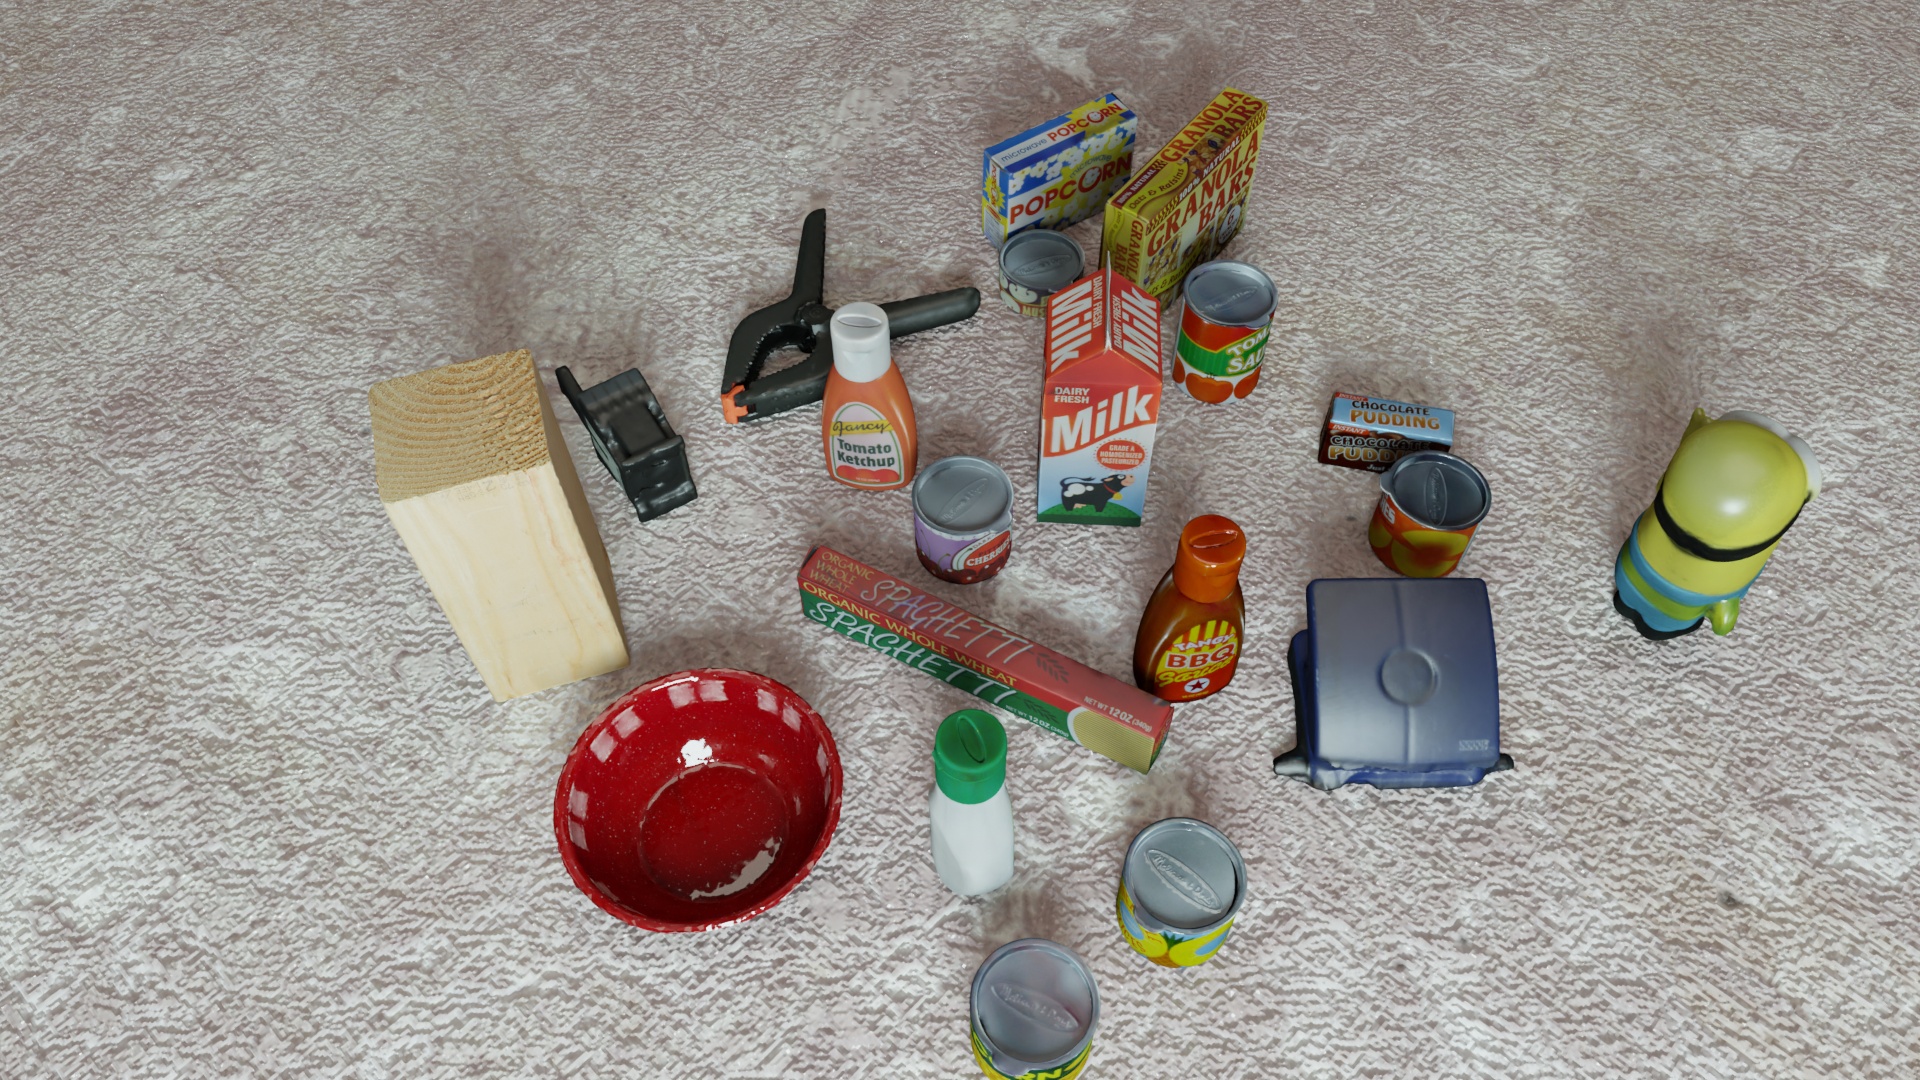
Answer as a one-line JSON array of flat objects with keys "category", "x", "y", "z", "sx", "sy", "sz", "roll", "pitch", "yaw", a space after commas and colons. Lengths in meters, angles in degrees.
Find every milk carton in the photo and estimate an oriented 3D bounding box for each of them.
[{"category": "milk carton", "x": 0.088, "y": -0.092, "z": 0.892, "sx": 0.073, "sy": 0.189, "sz": 0.073, "roll": 2, "pitch": 54, "yaw": 2}]

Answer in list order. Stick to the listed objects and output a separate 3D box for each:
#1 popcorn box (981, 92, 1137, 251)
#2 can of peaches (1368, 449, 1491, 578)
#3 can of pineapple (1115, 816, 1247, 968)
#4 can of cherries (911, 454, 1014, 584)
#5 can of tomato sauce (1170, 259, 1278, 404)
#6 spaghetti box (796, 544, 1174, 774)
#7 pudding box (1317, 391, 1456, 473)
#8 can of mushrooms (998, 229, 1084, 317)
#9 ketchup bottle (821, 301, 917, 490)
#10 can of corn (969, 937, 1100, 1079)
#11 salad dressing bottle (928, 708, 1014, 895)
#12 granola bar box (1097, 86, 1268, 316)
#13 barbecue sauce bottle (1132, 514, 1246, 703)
[{"category": "popcorn box", "x": 0.077, "y": -0.290, "z": 1.101, "sx": 0.127, "sy": 0.084, "sz": 0.038, "roll": -29, "pitch": 59, "yaw": -19}, {"category": "can of peaches", "x": 0.306, "y": -0.017, "z": 0.917, "sx": 0.071, "sy": 0.057, "sz": 0.071, "roll": 0, "pitch": 54, "yaw": 0}, {"category": "can of pineapple", "x": 0.118, "y": 0.195, "z": 0.763, "sx": 0.071, "sy": 0.057, "sz": 0.071, "roll": 0, "pitch": 54, "yaw": 0}, {"category": "can of cherries", "x": 0.003, "y": -0.011, "z": 0.915, "sx": 0.071, "sy": 0.058, "sz": 0.072, "roll": 0, "pitch": 54, "yaw": 0}, {"category": "can of tomato sauce", "x": 0.190, "y": -0.148, "z": 0.998, "sx": 0.071, "sy": 0.082, "sz": 0.071, "roll": 0, "pitch": 54, "yaw": 0}, {"category": "spaghetti box", "x": 0.010, "y": 0.072, "z": 0.859, "sx": 0.250, "sy": 0.050, "sz": 0.029, "roll": 23, "pitch": 58, "yaw": 17}, {"category": "pudding box", "x": 0.295, "y": -0.072, "z": 0.962, "sx": 0.084, "sy": 0.049, "sz": 0.030, "roll": 11, "pitch": 55, "yaw": 8}, {"category": "can of mushrooms", "x": 0.063, "y": -0.204, "z": 1.070, "sx": 0.071, "sy": 0.033, "sz": 0.071, "roll": 0, "pitch": 54, "yaw": 0}, {"category": "ketchup bottle", "x": -0.062, "y": -0.094, "z": 0.919, "sx": 0.065, "sy": 0.148, "sz": 0.044, "roll": 6, "pitch": 54, "yaw": 5}, {"category": "can of corn", "x": 0.037, "y": 0.251, "z": 0.722, "sx": 0.071, "sy": 0.058, "sz": 0.071, "roll": 0, "pitch": 54, "yaw": 0}, {"category": "salad dressing bottle", "x": 0.006, "y": 0.142, "z": 0.748, "sx": 0.044, "sy": 0.147, "sz": 0.064, "roll": -18, "pitch": 56, "yaw": -12}, {"category": "granola bar box", "x": 0.164, "y": -0.244, "z": 1.043, "sx": 0.039, "sy": 0.123, "sz": 0.166, "roll": 31, "pitch": 60, "yaw": 21}, {"category": "barbecue sauce bottle", "x": 0.139, "y": 0.042, "z": 0.819, "sx": 0.065, "sy": 0.147, "sz": 0.044, "roll": -10, "pitch": 55, "yaw": -7}]
